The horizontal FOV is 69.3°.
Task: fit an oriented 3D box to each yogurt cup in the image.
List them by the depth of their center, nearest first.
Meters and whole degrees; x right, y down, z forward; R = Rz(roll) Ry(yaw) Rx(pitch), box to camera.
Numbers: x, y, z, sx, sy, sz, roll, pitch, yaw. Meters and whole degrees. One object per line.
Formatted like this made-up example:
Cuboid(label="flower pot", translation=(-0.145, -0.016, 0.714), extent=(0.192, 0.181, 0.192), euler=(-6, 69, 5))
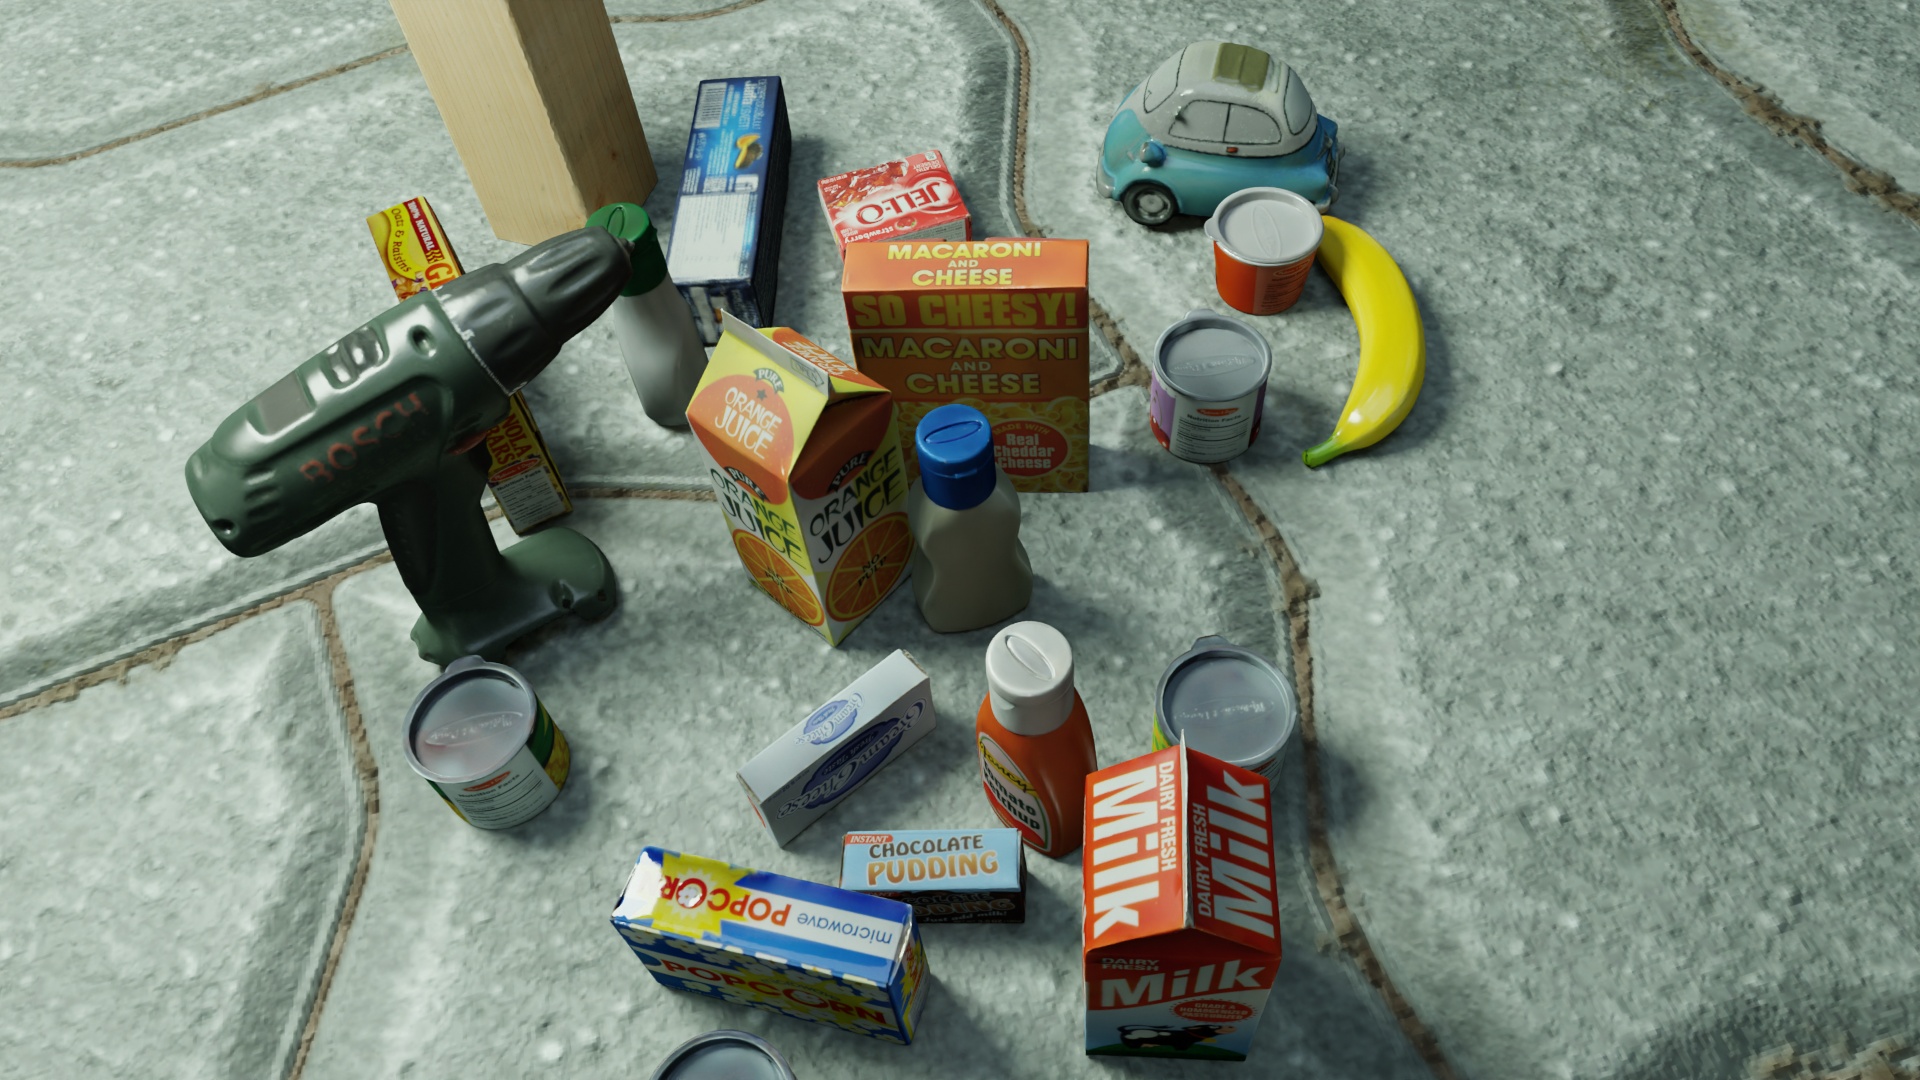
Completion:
Cuboid(label="yogurt cup", translation=(0.189, -0.178, 0.867), extent=(0.072, 0.053, 0.073), euler=(-2, 55, 3))

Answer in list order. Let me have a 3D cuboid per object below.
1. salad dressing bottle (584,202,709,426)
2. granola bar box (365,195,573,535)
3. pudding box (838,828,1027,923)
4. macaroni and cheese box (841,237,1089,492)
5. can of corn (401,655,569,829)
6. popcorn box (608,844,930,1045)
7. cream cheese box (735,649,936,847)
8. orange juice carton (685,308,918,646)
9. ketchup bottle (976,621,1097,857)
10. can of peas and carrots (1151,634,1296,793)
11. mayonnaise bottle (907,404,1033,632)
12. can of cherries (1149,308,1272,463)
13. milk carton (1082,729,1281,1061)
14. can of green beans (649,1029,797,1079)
Cuboid(label="salad dressing bottle", translation=(-0.179, -0.129, 0.806), extent=(0.044, 0.147, 0.064), euler=(-2, 55, 4))
Cuboid(label="granola bar box", translation=(-0.285, -0.103, 0.811), extent=(0.039, 0.123, 0.166), euler=(-25, 57, -12))
Cuboid(label="pudding box", translation=(-0.011, 0.157, 0.648), extent=(0.084, 0.049, 0.030), euler=(-1, 55, 4))
Cuboid(label="macaroni and cheese box", translation=(0.008, -0.091, 0.751), extent=(0.124, 0.165, 0.040), euler=(0, 55, 5))
Cuboid(label="can of corn", translation=(-0.238, 0.102, 0.702), extent=(0.071, 0.058, 0.071), euler=(-2, 55, 3))
Cuboid(label="popcorn box", translation=(-0.080, 0.180, 0.616), extent=(0.127, 0.084, 0.038), euler=(10, 56, 12))
Cuboid(label="cream cheese box", translation=(-0.059, 0.103, 0.689), extent=(0.104, 0.053, 0.024), euler=(-36, 60, -19))
Cuboid(label="orange juice carton", translation=(-0.078, -0.036, 0.704), extent=(0.072, 0.191, 0.073), euler=(34, 64, 25))
Cuboid(label="ketchup bottle", translation=(0.034, 0.089, 0.632), extent=(0.044, 0.148, 0.065), euler=(-37, 60, -19))
Cuboid(label="can of peas and carrots", translation=(0.126, 0.091, 0.678), extent=(0.071, 0.058, 0.071), euler=(-2, 55, 3))
Cuboid(label="mayonnaise bottle", translation=(0.003, -0.009, 0.705), extent=(0.065, 0.147, 0.041), euler=(-16, 55, -6))
Cuboid(label="can of cherries", translation=(0.144, -0.089, 0.805), extent=(0.071, 0.058, 0.072), euler=(-2, 55, 3))
Cuboid(label="milk carton", translation=(0.086, 0.149, 0.559), extent=(0.073, 0.189, 0.073), euler=(0, 55, 5))
Cuboid(label="can of green beans", translation=(-0.096, 0.248, 0.586), extent=(0.071, 0.057, 0.071), euler=(-2, 55, 3))
